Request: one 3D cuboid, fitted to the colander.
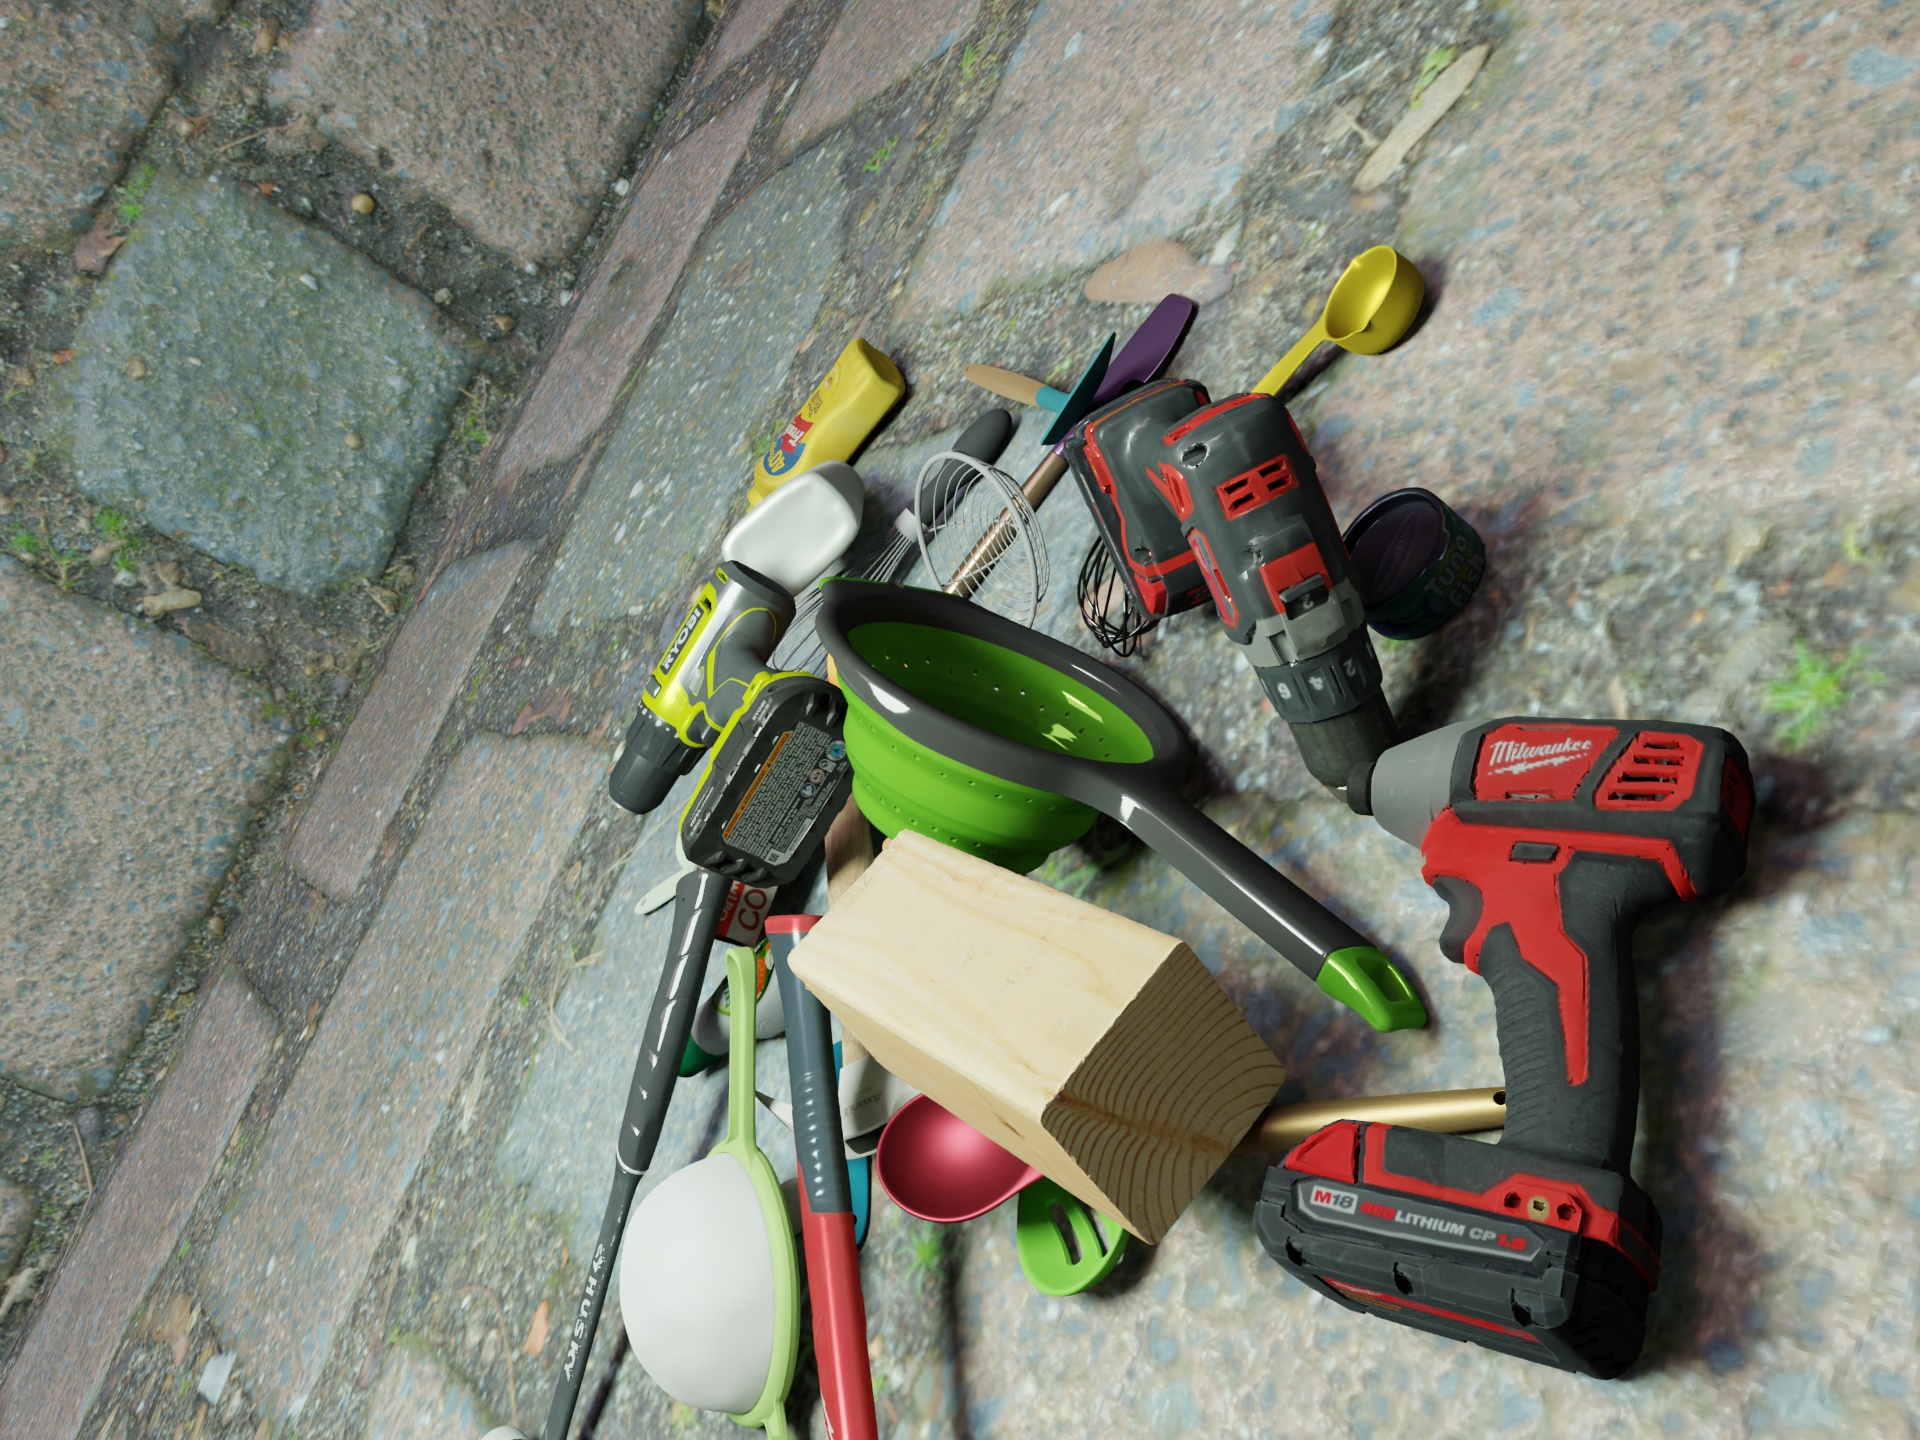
[{"bbox_3d":[0.054,0.055,0.771,0.398,0.204,0.094,41,117,43],"label":"colander"}]

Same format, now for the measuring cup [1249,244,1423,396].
[{"bbox_3d":[0.202,-0.201,0.898,0.156,0.029,0.062,-46,29,45],"label":"measuring cup"}]

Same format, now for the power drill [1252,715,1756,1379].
[{"bbox_3d":[0.185,0.098,0.556,0.143,0.078,0.220,3,61,38],"label":"power drill"}]

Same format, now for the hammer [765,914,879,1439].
[{"bbox_3d":[-0.064,0.259,0.759,0.387,0.038,0.143,-102,21,-43],"label":"hammer"}]

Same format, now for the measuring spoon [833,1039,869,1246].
[{"bbox_3d":[-0.065,0.233,0.893,0.042,0.021,0.129,-24,43,19],"label":"measuring spoon"}]

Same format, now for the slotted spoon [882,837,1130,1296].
[{"bbox_3d":[0.013,0.157,0.805,0.070,0.031,0.314,-48,38,14],"label":"slotted spoon"}]

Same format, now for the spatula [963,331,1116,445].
[{"bbox_3d":[0.044,-0.240,1.128,0.082,0.044,0.318,-57,23,5],"label":"spatula"}]

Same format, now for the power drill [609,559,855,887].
[{"bbox_3d":[-0.156,0.013,1.044,0.190,0.080,0.229,-58,32,8],"label":"power drill"}]

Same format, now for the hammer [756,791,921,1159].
[{"bbox_3d":[-0.065,0.129,0.964,0.130,0.031,0.332,-28,32,10],"label":"hammer"}]

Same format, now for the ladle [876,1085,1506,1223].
[{"bbox_3d":[0.091,0.173,0.665,0.315,0.031,0.069,-17,46,37],"label":"ladle"}]

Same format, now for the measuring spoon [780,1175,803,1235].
[{"bbox_3d":[-0.084,0.238,0.928,0.034,0.018,0.124,-8,56,55],"label":"measuring spoon"}]

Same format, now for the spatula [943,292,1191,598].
[{"bbox_3d":[0.053,-0.159,1.087,0.316,0.018,0.060,-51,29,12],"label":"spatula"}]

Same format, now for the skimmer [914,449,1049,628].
[{"bbox_3d":[-0.002,-0.003,0.952,0.127,0.090,0.364,117,163,-54],"label":"skimmer"}]

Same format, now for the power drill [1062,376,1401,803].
[{"bbox_3d":[0.133,-0.071,0.758,0.080,0.187,0.227,-27,18,1],"label":"power drill"}]

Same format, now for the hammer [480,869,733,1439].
[{"bbox_3d":[-0.209,0.292,0.990,0.149,0.036,0.409,2,75,55],"label":"hammer"}]

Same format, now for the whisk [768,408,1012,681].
[{"bbox_3d":[-0.057,-0.121,1.193,0.284,0.070,0.070,-49,30,8],"label":"whisk"}]

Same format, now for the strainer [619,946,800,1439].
[{"bbox_3d":[-0.142,0.251,0.853,0.151,0.069,0.256,3,92,62],"label":"strainer"}]

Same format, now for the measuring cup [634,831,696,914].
[{"bbox_3d":[-0.216,0.107,1.235,0.167,0.038,0.083,-35,37,33],"label":"measuring cup"}]

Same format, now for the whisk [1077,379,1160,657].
[{"bbox_3d":[0.100,-0.131,0.960,0.055,0.055,0.239,-34,34,37],"label":"whisk"}]

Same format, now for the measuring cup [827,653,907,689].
[{"bbox_3d":[-0.068,-0.021,1.084,0.174,0.052,0.095,180,79,-71],"label":"measuring cup"}]
